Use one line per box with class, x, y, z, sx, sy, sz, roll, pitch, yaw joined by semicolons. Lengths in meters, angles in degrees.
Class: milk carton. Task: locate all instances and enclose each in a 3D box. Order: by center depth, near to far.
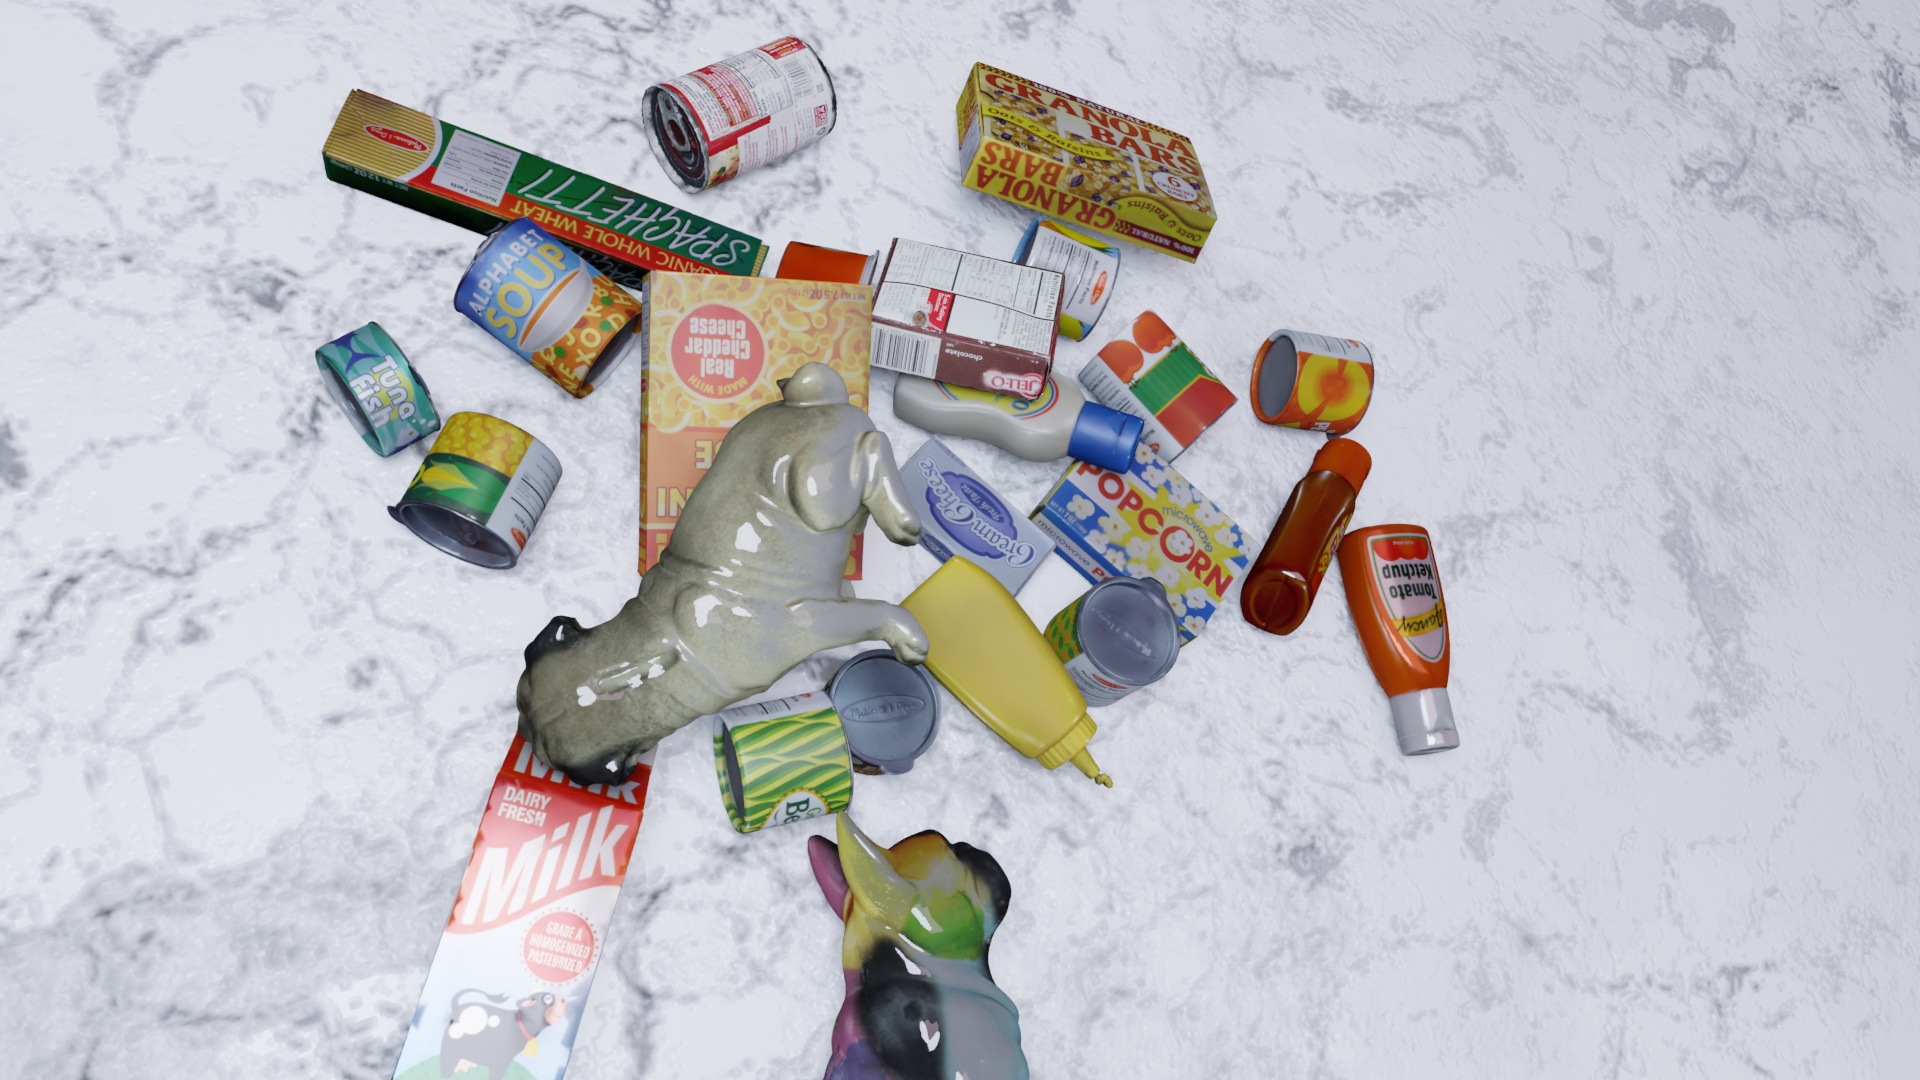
milk carton;-0.205;0.177;0.664;0.072;0.073;0.191;19;64;-13

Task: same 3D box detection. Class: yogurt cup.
yogurt cup;-0.085;-0.147;0.840;0.054;0.072;0.072;17;65;-5

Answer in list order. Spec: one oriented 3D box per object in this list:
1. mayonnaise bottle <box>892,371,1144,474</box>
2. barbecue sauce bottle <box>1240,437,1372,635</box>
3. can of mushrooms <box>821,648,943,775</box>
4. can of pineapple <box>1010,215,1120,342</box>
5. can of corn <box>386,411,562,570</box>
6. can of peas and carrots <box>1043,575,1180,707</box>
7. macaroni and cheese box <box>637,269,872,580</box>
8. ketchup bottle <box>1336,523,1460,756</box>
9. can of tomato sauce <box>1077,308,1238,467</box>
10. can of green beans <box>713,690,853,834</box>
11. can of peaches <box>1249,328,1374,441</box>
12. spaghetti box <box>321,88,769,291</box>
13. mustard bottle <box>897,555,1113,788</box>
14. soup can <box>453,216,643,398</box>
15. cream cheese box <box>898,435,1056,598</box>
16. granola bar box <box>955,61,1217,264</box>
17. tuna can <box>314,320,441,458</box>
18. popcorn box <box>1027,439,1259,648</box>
mayonnaise bottle;0.037;-0.081;0.847;0.148;0.041;0.065;19;58;9
barbecue sauce bottle;0.229;-0.009;0.906;0.044;0.064;0.149;25;52;14
can of mushrooms;-0.046;0.099;0.776;0.071;0.033;0.071;7;68;-18
can of pineapple;0.064;-0.170;0.904;0.058;0.070;0.071;21;65;-11
can of corn;-0.254;-0.027;0.729;0.071;0.071;0.058;25;63;-10
can of peas and carrots;0.089;0.059;0.827;0.071;0.058;0.071;7;68;-18
macaroni and cheese box;-0.114;-0.061;0.774;0.124;0.040;0.166;1;94;-19
ketchup bottle;0.291;0.065;0.909;0.065;0.043;0.149;-1;71;-21
can of tomato sauce;0.129;-0.099;0.898;0.083;0.071;0.071;47;62;2
can of green beans;-0.094;0.117;0.733;0.058;0.071;0.071;-9;74;-23
can of peaches;0.237;-0.105;0.943;0.058;0.071;0.071;7;68;-18
spaghetti box;-0.240;-0.194;0.819;0.250;0.028;0.050;19;65;-13
mustard bottle;0.031;0.083;0.799;0.065;0.049;0.160;-40;91;0
soup can;-0.228;-0.130;0.775;0.084;0.071;0.071;37;62;-4
cream cheese box;0.003;-0.011;0.841;0.104;0.024;0.053;42;62;-1
granola bar box;0.082;-0.255;0.928;0.166;0.038;0.125;15;38;-15
tuna can;-0.304;-0.078;0.727;0.033;0.070;0.071;-36;85;-26
popcorn box;0.114;-0.004;0.872;0.126;0.038;0.085;41;61;-2
